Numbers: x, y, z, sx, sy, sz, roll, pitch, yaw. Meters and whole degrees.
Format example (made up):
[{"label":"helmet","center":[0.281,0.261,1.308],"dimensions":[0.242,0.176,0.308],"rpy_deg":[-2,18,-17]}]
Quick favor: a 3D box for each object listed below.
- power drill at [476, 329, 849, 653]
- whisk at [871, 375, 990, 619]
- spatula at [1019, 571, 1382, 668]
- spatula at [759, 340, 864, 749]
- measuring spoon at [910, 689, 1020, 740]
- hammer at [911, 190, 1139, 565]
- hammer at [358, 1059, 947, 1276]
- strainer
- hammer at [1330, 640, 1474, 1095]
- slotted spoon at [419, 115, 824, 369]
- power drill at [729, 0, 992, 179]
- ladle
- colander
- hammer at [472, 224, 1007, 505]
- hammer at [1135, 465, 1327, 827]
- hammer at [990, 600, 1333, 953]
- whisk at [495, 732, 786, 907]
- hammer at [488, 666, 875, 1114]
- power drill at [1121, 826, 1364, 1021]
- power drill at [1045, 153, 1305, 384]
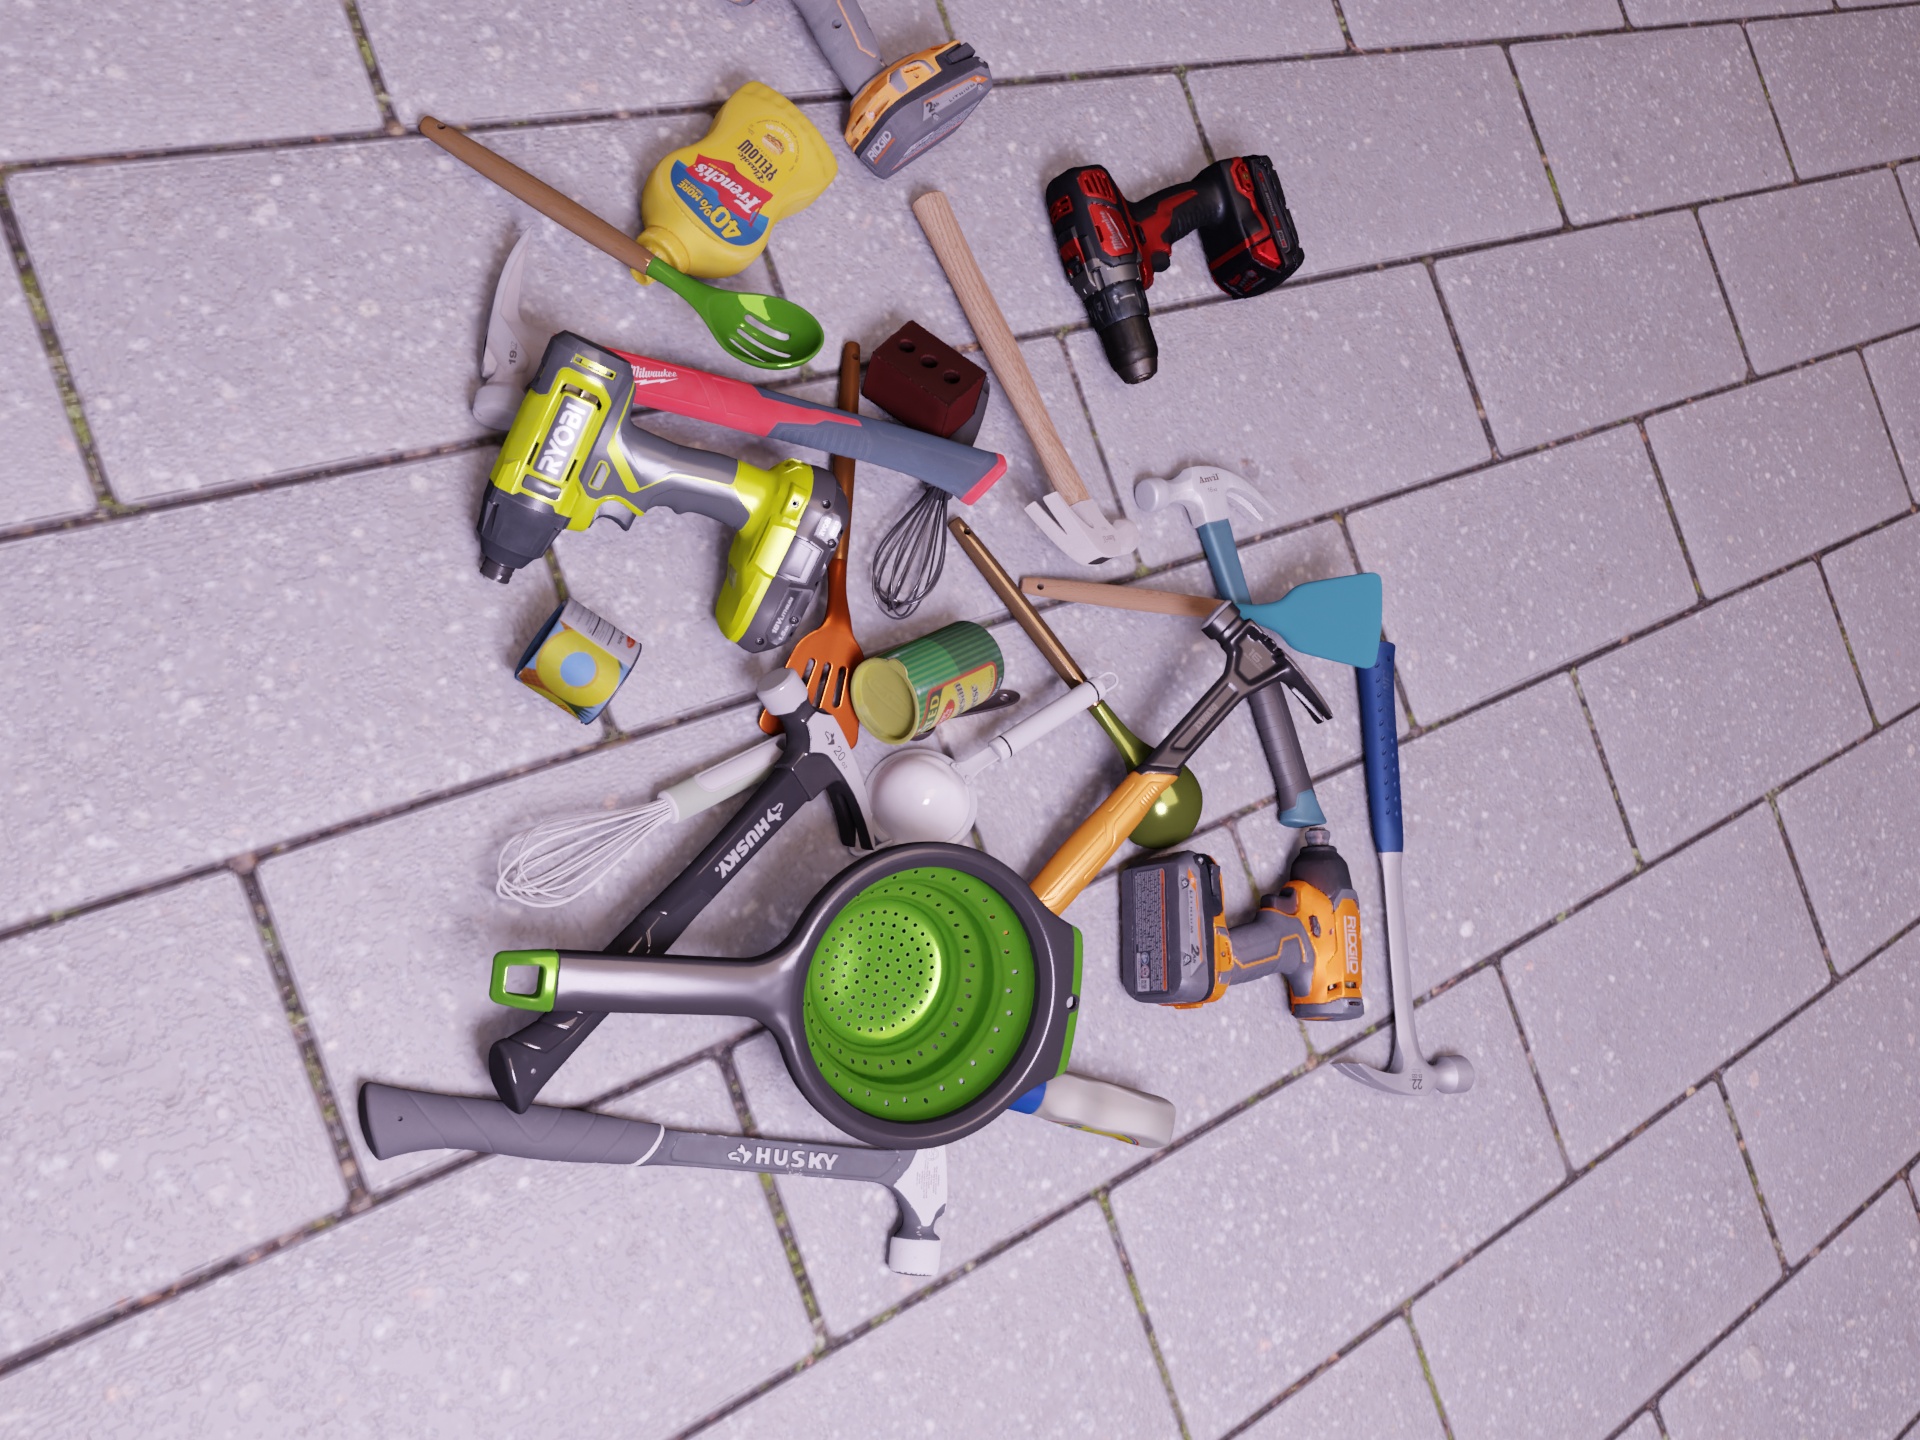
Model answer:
[{"label":"power drill","center":[-0.205,-0.140,1.083],"dimensions":[0.223,0.080,0.171],"rpy_deg":[22,101,-24]},{"label":"whisk","center":[-0.019,-0.182,1.244],"dimensions":[0.055,0.055,0.239],"rpy_deg":[31,61,-22]},{"label":"spatula","center":[0.202,-0.097,1.327],"dimensions":[0.317,0.044,0.082],"rpy_deg":[5,89,-18]},{"label":"spatula","center":[-0.096,-0.139,1.201],"dimensions":[0.081,0.041,0.323],"rpy_deg":[14,69,-30]},{"label":"measuring spoon","center":[-0.002,-0.004,1.232],"dimensions":[0.124,0.018,0.034],"rpy_deg":[-14,46,-38]},{"label":"hammer","center":[0.044,-0.277,1.289],"dimensions":[0.130,0.031,0.331],"rpy_deg":[-23,87,-61]},{"label":"hammer","center":[-0.186,0.277,1.050],"dimensions":[0.408,0.036,0.149],"rpy_deg":[15,71,-28]},{"label":"strainer","center":[0.023,0.024,1.203],"dimensions":[0.258,0.050,0.087],"rpy_deg":[-32,70,-25]},{"label":"hammer","center":[0.382,0.129,1.424],"dimensions":[0.144,0.035,0.406],"rpy_deg":[5,77,-31]},{"label":"slotted spoon","center":[-0.237,-0.332,1.109],"dimensions":[0.313,0.031,0.070],"rpy_deg":[31,55,-4]},{"label":"power drill","center":[-0.075,-0.571,1.274],"dimensions":[0.226,0.084,0.185],"rpy_deg":[49,58,-8]},{"label":"ladle","center":[0.088,-0.030,1.284],"dimensions":[0.078,0.062,0.320],"rpy_deg":[-40,94,-26]},{"label":"colander","center":[-0.113,0.171,1.052],"dimensions":[0.397,0.094,0.204],"rpy_deg":[7,90,-25]},{"label":"hammer","center":[-0.146,-0.239,1.155],"dimensions":[0.386,0.038,0.143],"rpy_deg":[11,73,-21]},{"label":"hammer","center":[0.253,-0.063,1.388],"dimensions":[0.128,0.033,0.331],"rpy_deg":[-16,88,-32]},{"label":"hammer","center":[0.143,0.063,1.237],"dimensions":[0.127,0.034,0.337],"rpy_deg":[45,77,-1]},{"label":"whisk","center":[-0.205,0.061,1.079],"dimensions":[0.246,0.059,0.058],"rpy_deg":[-27,64,-37]},{"label":"hammer","center":[-0.182,0.124,1.054],"dimensions":[0.335,0.035,0.146],"rpy_deg":[-49,124,-30]},{"label":"power drill","center":[0.241,0.162,1.308],"dimensions":[0.226,0.084,0.164],"rpy_deg":[9,74,-34]},{"label":"power drill","center":[0.192,-0.401,1.400],"dimensions":[0.226,0.080,0.188],"rpy_deg":[-18,89,-30]}]
